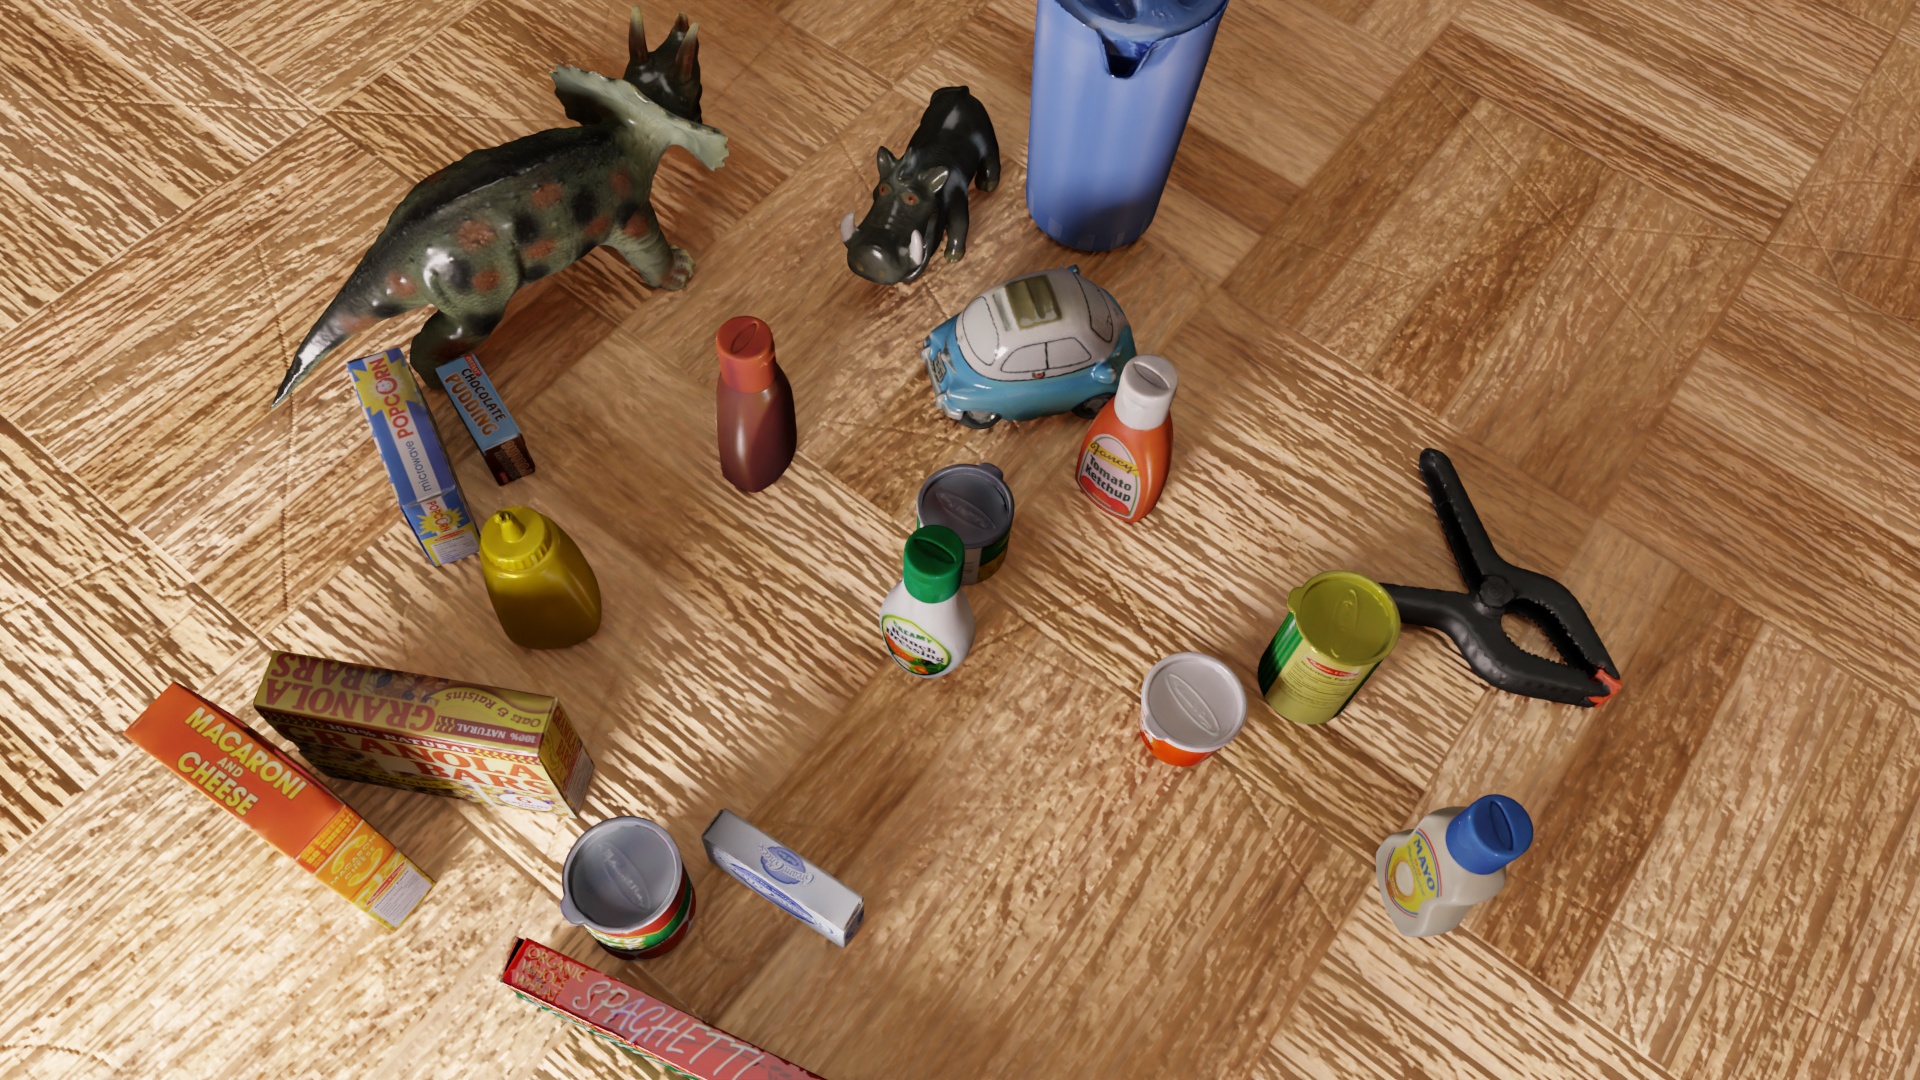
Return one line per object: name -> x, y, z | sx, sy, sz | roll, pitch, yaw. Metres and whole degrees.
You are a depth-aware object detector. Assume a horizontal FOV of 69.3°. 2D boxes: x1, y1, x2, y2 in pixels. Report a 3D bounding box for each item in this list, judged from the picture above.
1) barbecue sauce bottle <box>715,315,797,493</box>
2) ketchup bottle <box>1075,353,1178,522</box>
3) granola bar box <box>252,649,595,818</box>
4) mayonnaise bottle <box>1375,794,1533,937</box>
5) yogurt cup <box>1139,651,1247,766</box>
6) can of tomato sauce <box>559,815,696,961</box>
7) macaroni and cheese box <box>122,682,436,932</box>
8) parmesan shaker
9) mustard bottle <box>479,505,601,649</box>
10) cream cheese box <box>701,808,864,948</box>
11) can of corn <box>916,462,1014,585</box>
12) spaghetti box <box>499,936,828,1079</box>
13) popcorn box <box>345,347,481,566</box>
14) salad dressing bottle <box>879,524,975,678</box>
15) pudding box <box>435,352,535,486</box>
barbecue sauce bottle -> -0.140, -0.094, 0.943 | 0.044, 0.147, 0.065 | 27, 63, 10
ketchup bottle -> 0.117, -0.071, 0.948 | 0.065, 0.148, 0.044 | 38, 66, 16
granola bar box -> -0.314, 0.119, 0.829 | 0.166, 0.123, 0.039 | 9, 62, 1
mayonnaise bottle -> 0.290, 0.188, 0.819 | 0.041, 0.147, 0.065 | -7, 63, -7
yogurt cup -> 0.148, 0.113, 0.904 | 0.072, 0.053, 0.073 | 2, 62, -3
can of tomato sauce -> -0.193, 0.207, 0.813 | 0.071, 0.082, 0.071 | 2, 62, -3
macaroni and cheese box -> -0.376, 0.153, 0.782 | 0.124, 0.165, 0.040 | 31, 64, 12
parmesan shaker -> 0.235, 0.070, 0.905 | 0.071, 0.102, 0.071 | 2, 62, -3
mustard bottle -> -0.266, 0.018, 0.867 | 0.065, 0.159, 0.049 | -12, 63, -10
cream cheese box -> -0.106, 0.204, 0.837 | 0.104, 0.053, 0.024 | 30, 64, 12
can of corn -> 0.003, -0.012, 0.960 | 0.071, 0.058, 0.071 | 2, 62, -3
spaghetti box -> -0.144, 0.292, 0.789 | 0.250, 0.050, 0.029 | 22, 63, 8
popcorn box -> -0.369, -0.056, 0.943 | 0.038, 0.084, 0.127 | -23, 66, -15
salad dressing bottle -> -0.020, 0.039, 0.879 | 0.064, 0.147, 0.044 | 29, 64, 12
pudding box -> -0.335, -0.086, 0.981 | 0.030, 0.049, 0.084 | -29, 67, -18
